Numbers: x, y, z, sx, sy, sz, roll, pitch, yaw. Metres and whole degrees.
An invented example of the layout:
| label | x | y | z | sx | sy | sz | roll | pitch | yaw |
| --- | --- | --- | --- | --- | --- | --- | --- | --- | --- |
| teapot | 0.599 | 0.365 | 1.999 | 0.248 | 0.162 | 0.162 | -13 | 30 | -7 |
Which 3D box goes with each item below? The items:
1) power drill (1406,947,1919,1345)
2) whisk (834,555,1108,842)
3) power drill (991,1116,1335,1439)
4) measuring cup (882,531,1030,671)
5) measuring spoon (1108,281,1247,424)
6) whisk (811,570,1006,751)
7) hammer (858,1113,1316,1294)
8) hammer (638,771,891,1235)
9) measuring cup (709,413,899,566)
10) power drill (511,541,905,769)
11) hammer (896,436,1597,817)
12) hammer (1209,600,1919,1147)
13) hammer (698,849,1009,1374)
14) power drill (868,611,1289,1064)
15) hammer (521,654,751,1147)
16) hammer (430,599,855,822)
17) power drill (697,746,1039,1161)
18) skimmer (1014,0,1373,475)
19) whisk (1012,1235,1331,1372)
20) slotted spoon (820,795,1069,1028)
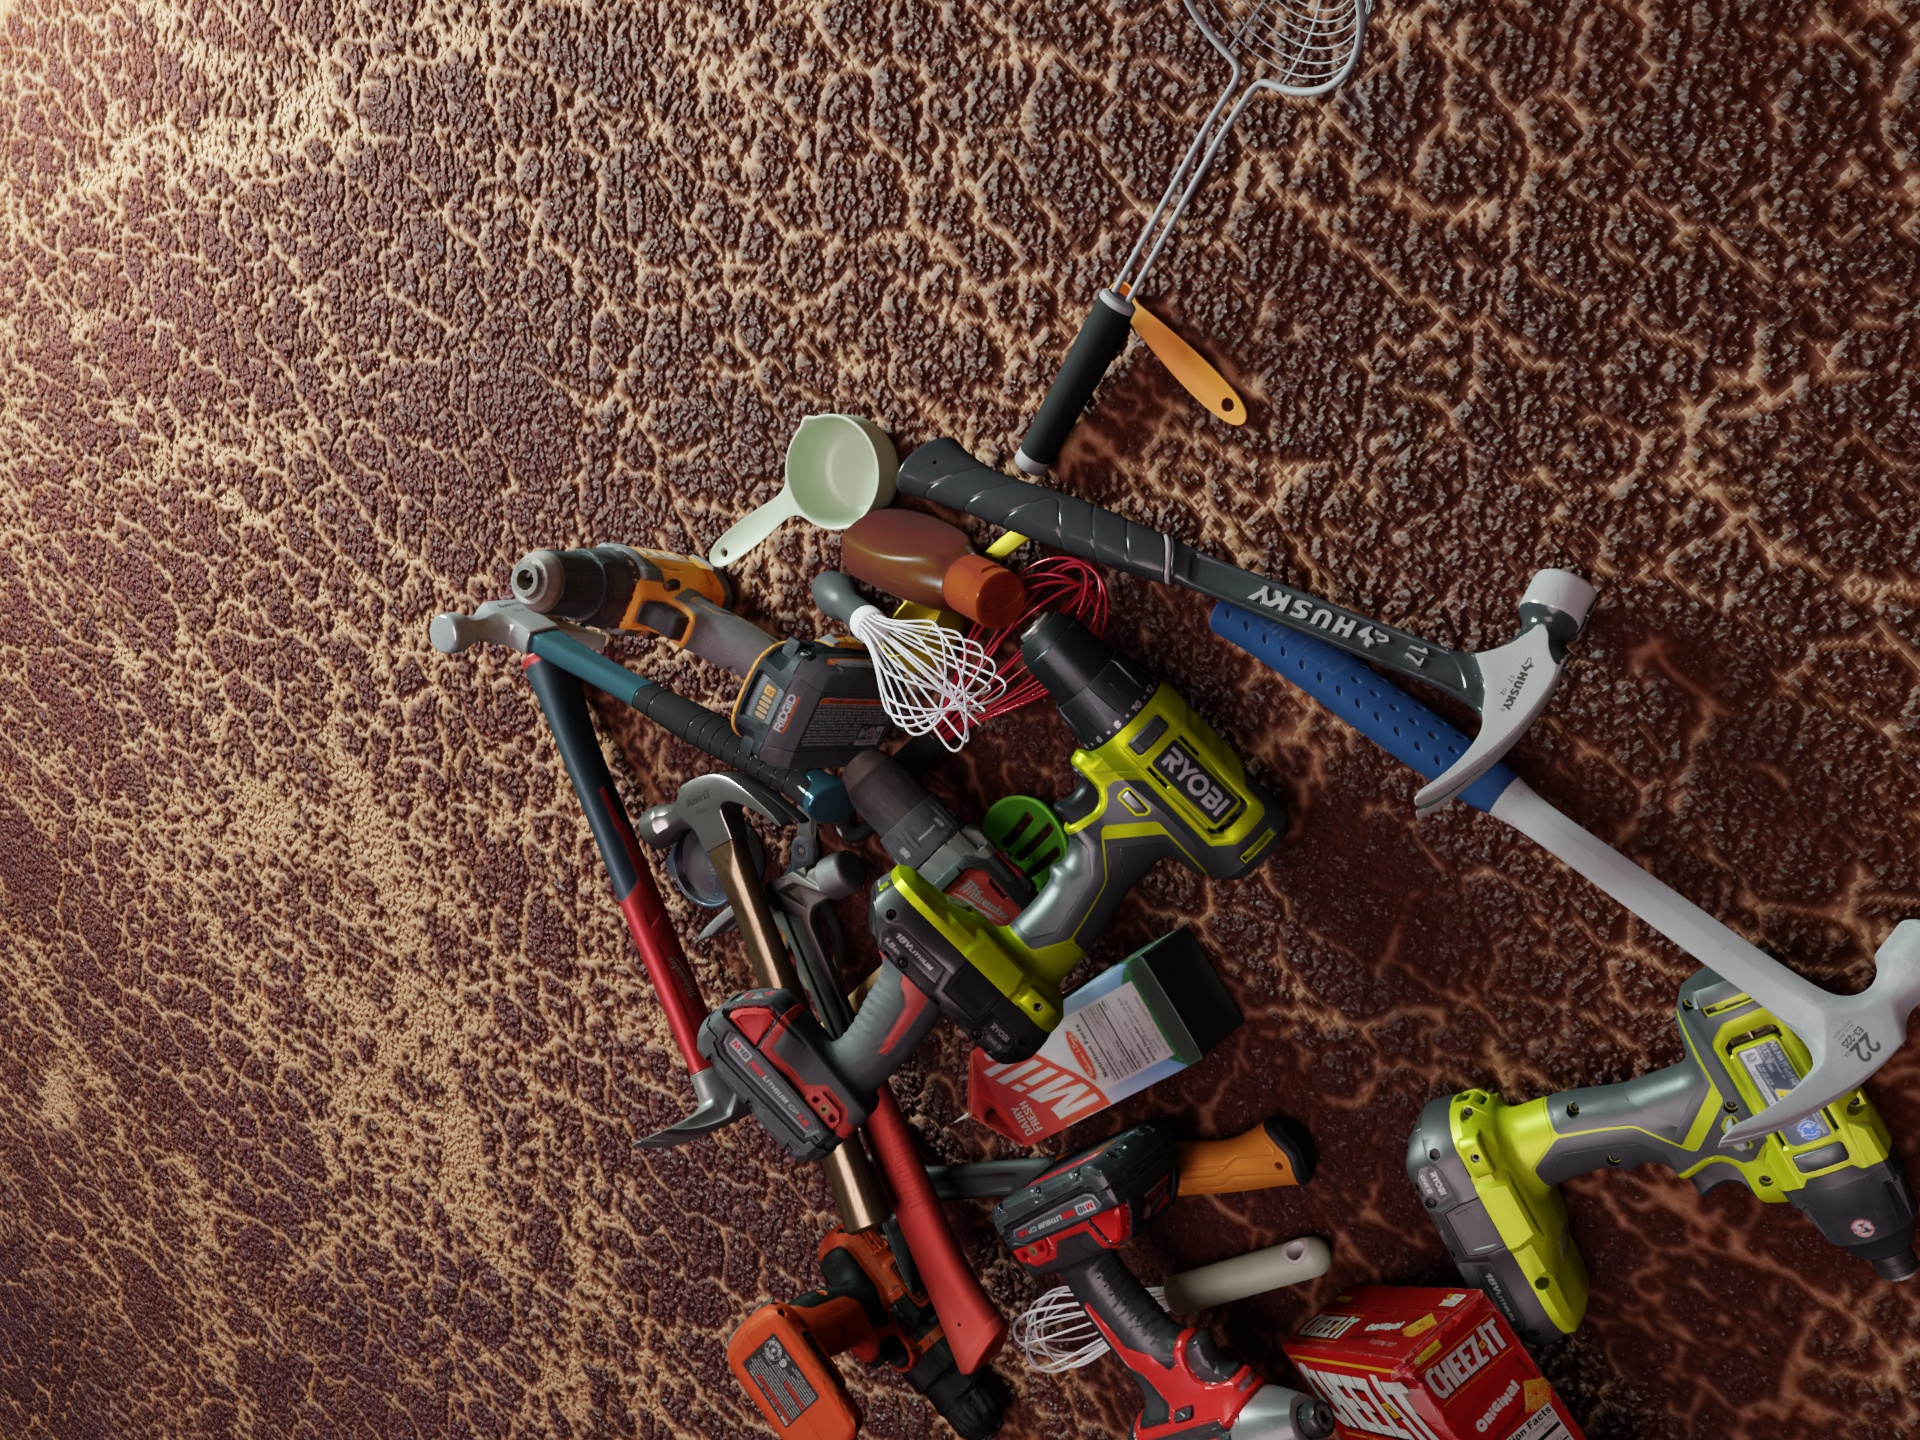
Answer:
| label | x | y | z | sx | sy | sz | roll | pitch | yaw |
| --- | --- | --- | --- | --- | --- | --- | --- | --- | --- |
| power drill | 0.372 | 0.242 | 0.849 | 0.223 | 0.080 | 0.171 | -32 | 82 | 29 |
| whisk | -0.002 | -0.003 | 1.043 | 0.073 | 0.073 | 0.295 | 53 | 128 | 12 |
| power drill | 0.127 | 0.367 | 0.973 | 0.143 | 0.078 | 0.220 | -37 | 78 | 39 |
| measuring cup | 0.014 | -0.086 | 1.028 | 0.156 | 0.062 | 0.029 | -38 | 122 | 19 |
| measuring spoon | 0.130 | -0.218 | 0.943 | 0.117 | 0.011 | 0.021 | 48 | 128 | 11 |
| whisk | -0.046 | -0.049 | 0.982 | 0.285 | 0.070 | 0.070 | -138 | 53 | -62 |
| hammer | 0.081 | 0.313 | 1.068 | 0.337 | 0.034 | 0.127 | -16 | 91 | 33 |
| hammer | -0.120 | 0.191 | 1.102 | 0.130 | 0.031 | 0.331 | -28 | 79 | 33 |
| measuring cup | -0.108 | -0.149 | 1.089 | 0.167 | 0.038 | 0.083 | -29 | 84 | 35 |
| power drill | -0.171 | -0.052 | 1.054 | 0.226 | 0.185 | 0.084 | 32 | 104 | 24 |
| hammer | 0.133 | -0.080 | 0.910 | 0.409 | 0.036 | 0.149 | 25 | 76 | 27 |
| hammer | 0.292 | 0.050 | 0.838 | 0.144 | 0.035 | 0.406 | -46 | 61 | -8 |
| hammer | -0.064 | 0.278 | 1.113 | 0.149 | 0.036 | 0.359 | -31 | 78 | 33 |
| power drill | 0.054 | 0.068 | 0.937 | 0.190 | 0.080 | 0.228 | 44 | 90 | -6 |
| hammer | -0.254 | 0.124 | 1.187 | 0.038 | 0.143 | 0.386 | -30 | 80 | 30 |
| hammer | -0.215 | -0.011 | 1.134 | 0.331 | 0.128 | 0.033 | 27 | 114 | 22 |
| power drill | -0.063 | 0.148 | 1.023 | 0.226 | 0.080 | 0.188 | -43 | 85 | 4 |
| skimmer | 0.100 | -0.280 | 0.874 | 0.127 | 0.090 | 0.363 | 42 | 127 | 17 |
| whisk | 0.135 | 0.381 | 1.047 | 0.246 | 0.058 | 0.059 | -29 | 119 | 30 |
| slotted spoon | -0.025 | 0.154 | 1.106 | 0.070 | 0.031 | 0.313 | 52 | 123 | 12 |
